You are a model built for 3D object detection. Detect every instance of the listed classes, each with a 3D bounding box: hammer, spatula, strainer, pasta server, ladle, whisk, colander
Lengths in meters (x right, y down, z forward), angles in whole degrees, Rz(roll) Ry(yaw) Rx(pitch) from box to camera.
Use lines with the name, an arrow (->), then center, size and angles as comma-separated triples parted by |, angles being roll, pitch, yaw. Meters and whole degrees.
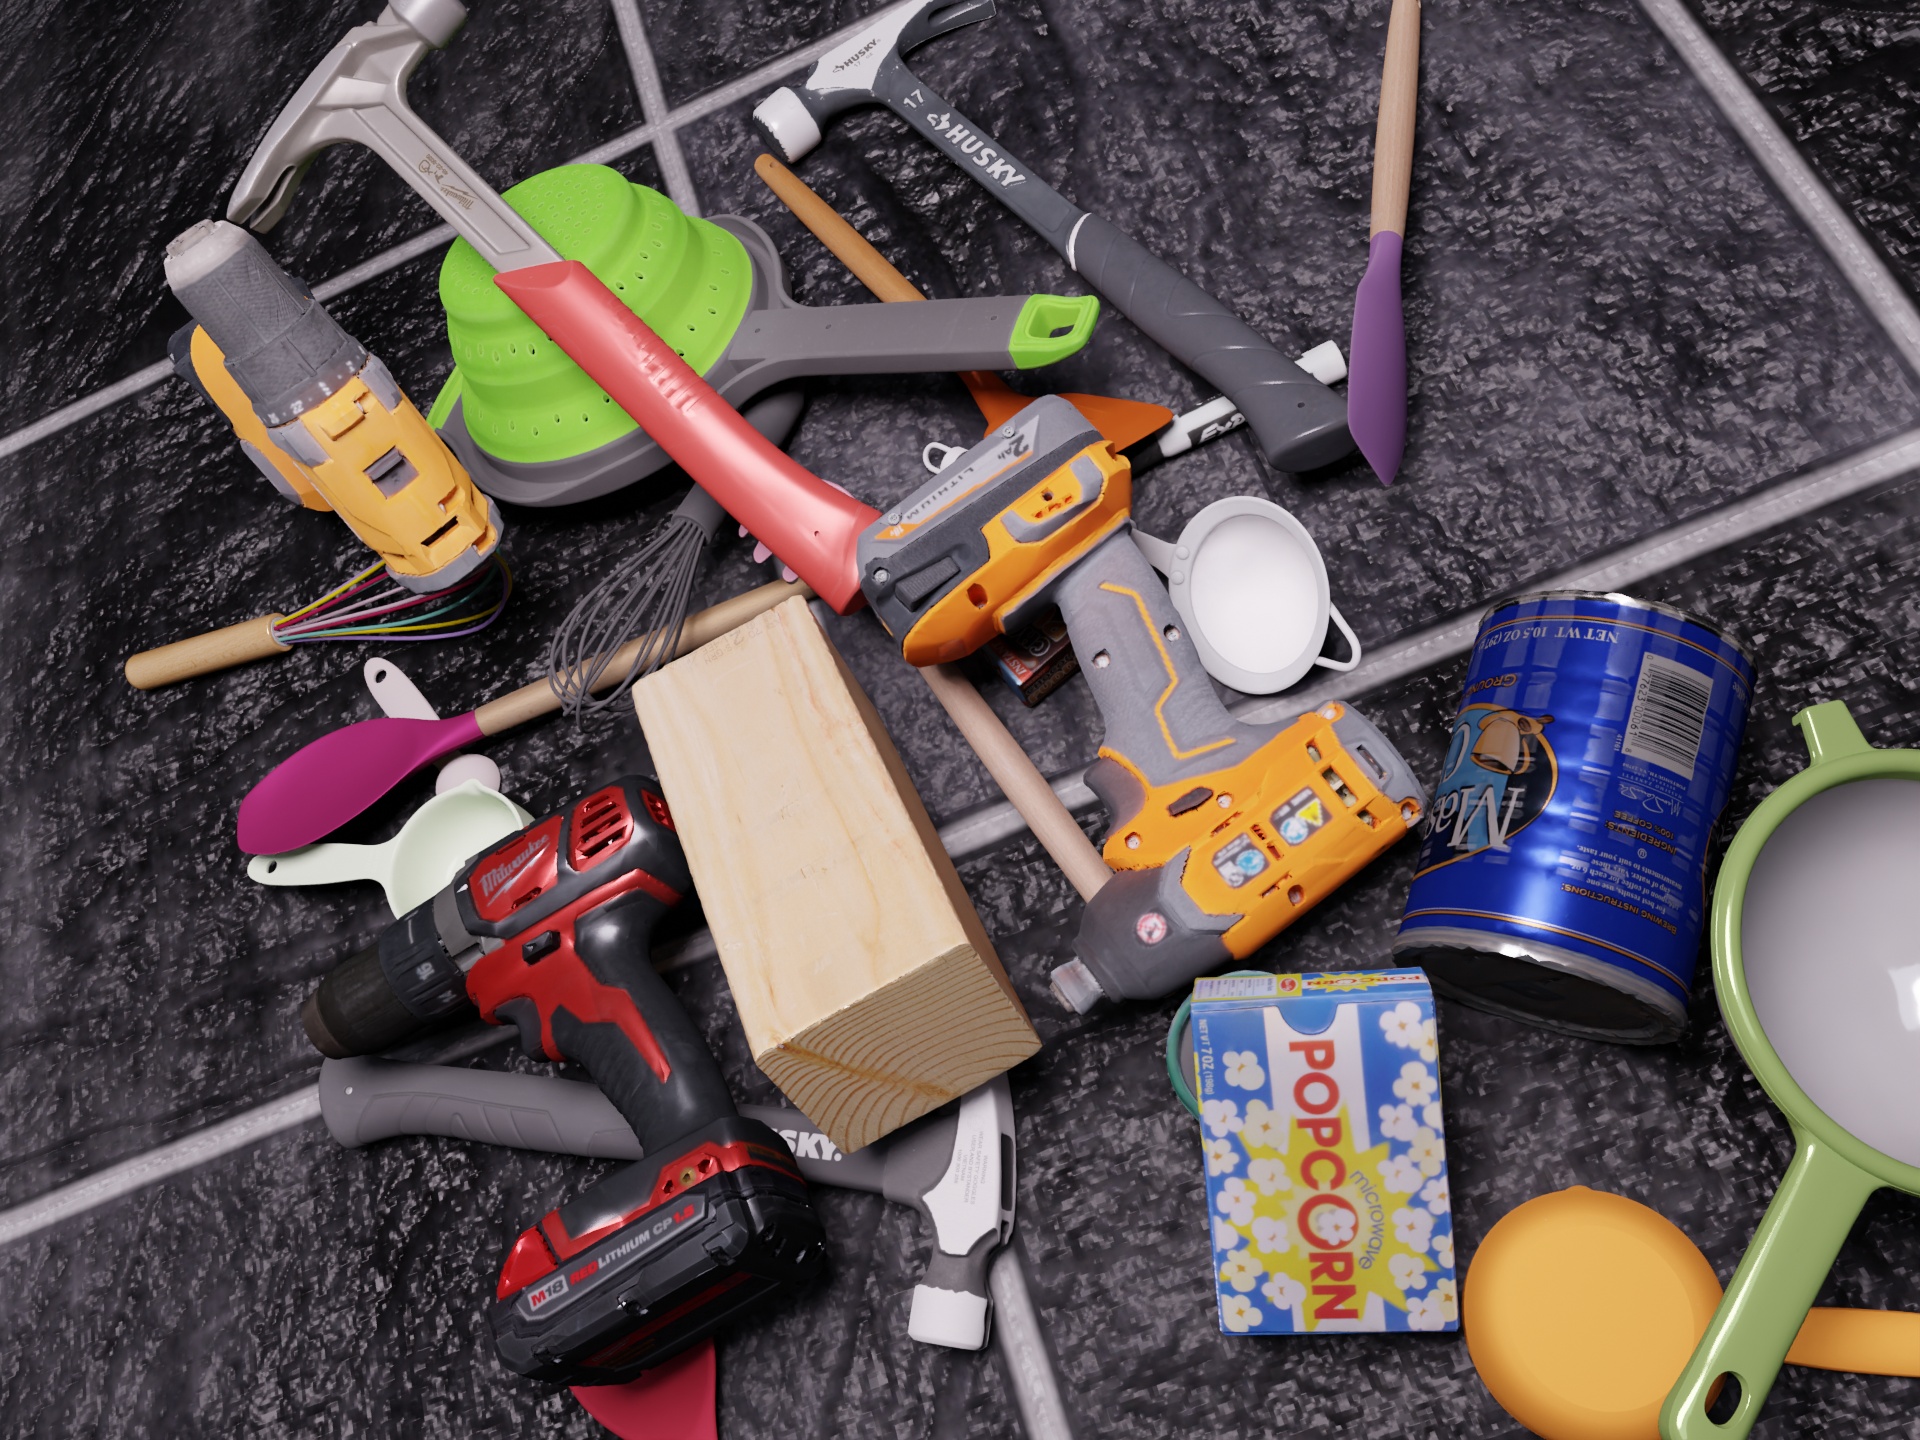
hammer -> 0.054, -0.252, 0.799 | 0.149, 0.036, 0.409 | -39, 59, -3
spatula -> -0.021, -0.216, 0.817 | 0.081, 0.041, 0.323 | -29, 58, -19
hammer -> -0.137, 0.172, 0.695 | 0.335, 0.035, 0.146 | 2, 69, 19
strainer -> 0.293, 0.132, 0.541 | 0.151, 0.069, 0.256 | 34, 76, 7
pasta server -> -0.001, -0.002, 0.720 | 0.316, 0.060, 0.040 | 54, 135, 22
strainer -> 0.080, -0.083, 0.729 | 0.259, 0.050, 0.086 | 29, 123, 31
hammer -> -0.175, -0.174, 0.729 | 0.359, 0.036, 0.149 | 45, 100, 7
ladle -> -0.072, 0.343, 0.605 | 0.069, 0.031, 0.316 | -40, 63, 9
spatula -> 0.201, -0.239, 0.741 | 0.018, 0.059, 0.316 | -11, 53, 35
whisk -> -0.131, -0.092, 0.782 | 0.055, 0.055, 0.239 | 14, 59, 23
colander -> -0.126, -0.210, 0.780 | 0.397, 0.094, 0.205 | 5, 59, 29
whisk -> -0.350, -0.057, 0.857 | 0.245, 0.047, 0.051 | -13, 66, 16

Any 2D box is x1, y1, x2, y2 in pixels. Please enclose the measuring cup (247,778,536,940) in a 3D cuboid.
measuring cup -> -0.275, 0.075, 0.781 | 0.167, 0.038, 0.083 | -3, 67, 22

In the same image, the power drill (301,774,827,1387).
power drill -> -0.170, 0.151, 0.653 | 0.188, 0.080, 0.227 | -30, 59, 4

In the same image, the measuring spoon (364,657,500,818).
measuring spoon -> -0.279, 0.004, 0.821 | 0.034, 0.018, 0.124 | -45, 62, -4

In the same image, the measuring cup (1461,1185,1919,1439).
measuring cup -> 0.260, 0.206, 0.539 | 0.173, 0.052, 0.095 | -3, 67, 19

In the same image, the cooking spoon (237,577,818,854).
cooking spoon -> -0.214, -0.008, 0.791 | 0.319, 0.017, 0.069 | -23, 48, 2

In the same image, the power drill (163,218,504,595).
power drill -> -0.325, -0.165, 0.781 | 0.084, 0.185, 0.226 | -42, 36, -12

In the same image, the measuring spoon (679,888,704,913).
measuring spoon -> -0.095, 0.082, 0.725 | 0.129, 0.021, 0.042 | 11, 72, 21

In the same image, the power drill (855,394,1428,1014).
power drill -> 0.055, -0.001, 0.649 | 0.164, 0.084, 0.226 | -38, 78, -3
